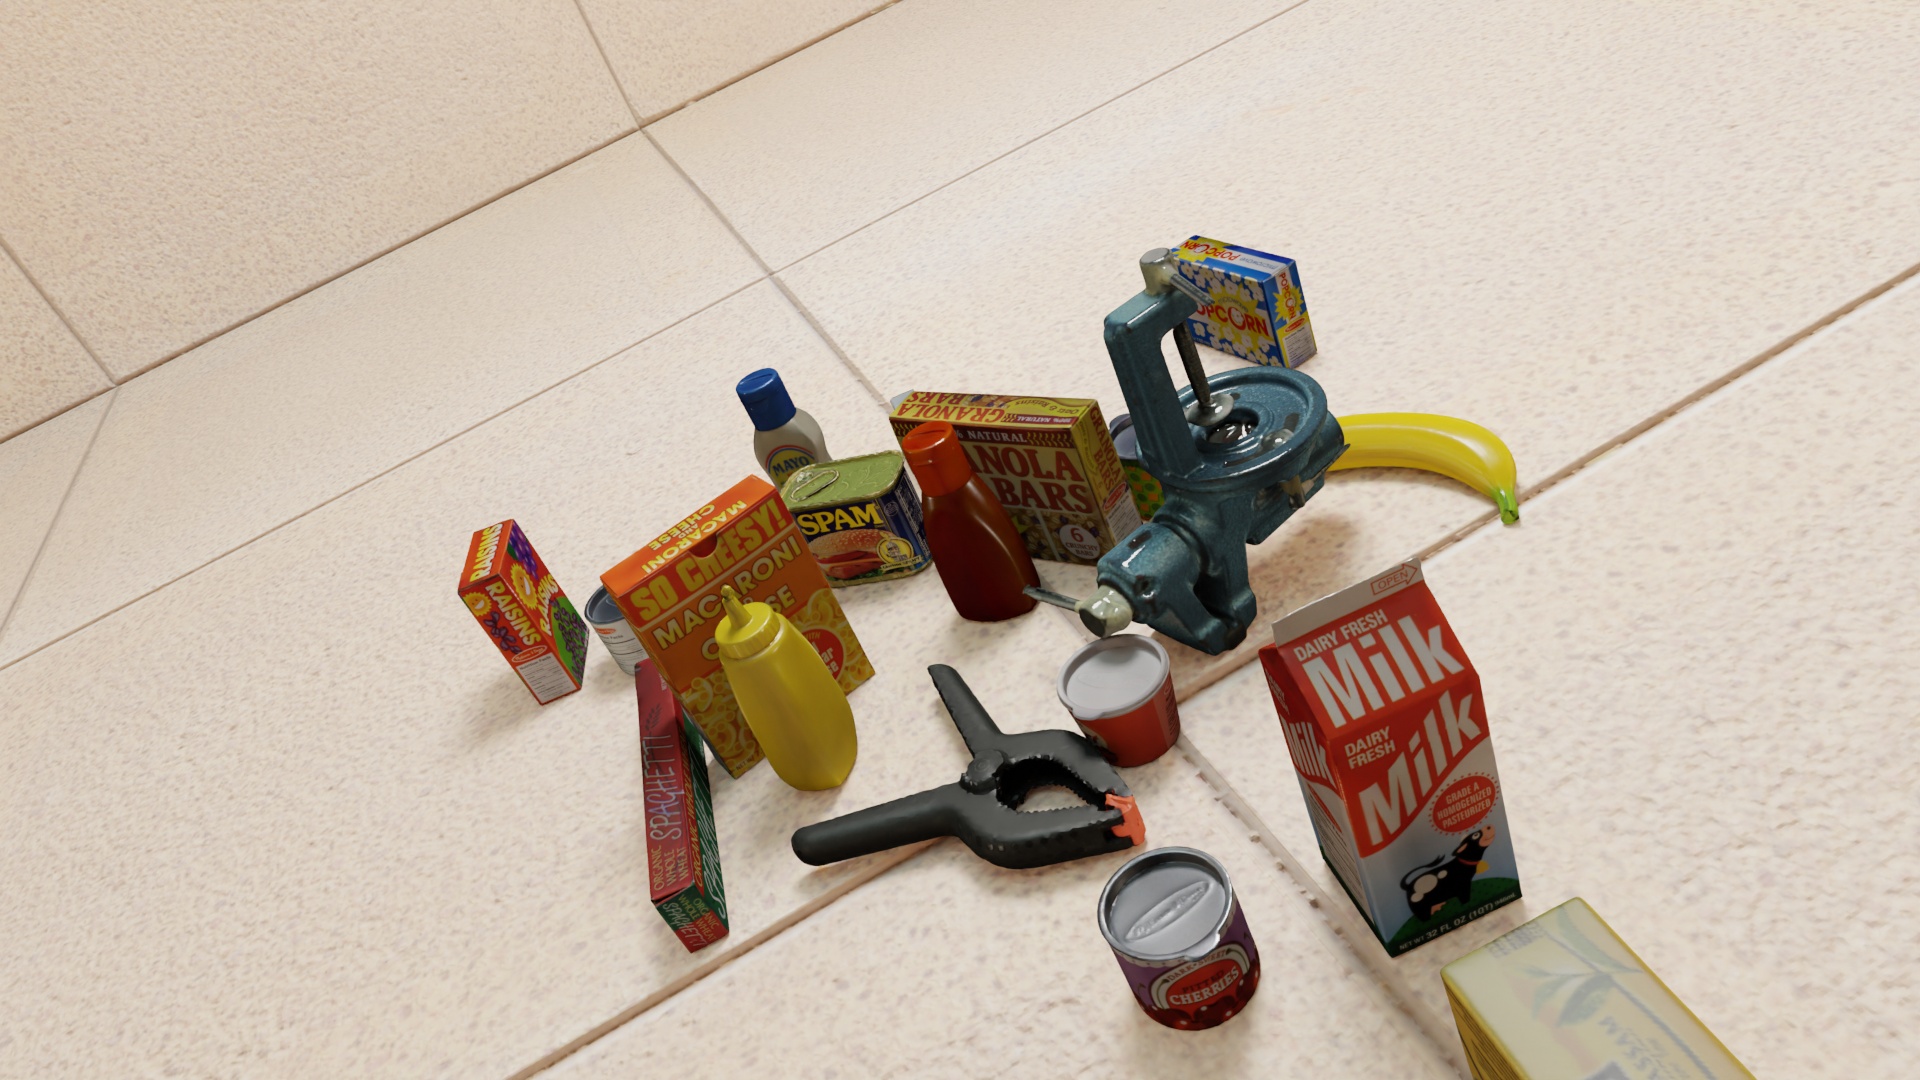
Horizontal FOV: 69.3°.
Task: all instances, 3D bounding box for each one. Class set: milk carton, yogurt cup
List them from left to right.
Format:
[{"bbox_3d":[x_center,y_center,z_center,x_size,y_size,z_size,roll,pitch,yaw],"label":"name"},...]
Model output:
[{"bbox_3d":[0.097,0.096,0.820,0.072,0.053,0.073,-17,33,12],"label":"yogurt cup"},{"bbox_3d":[0.194,0.093,0.633,0.072,0.189,0.074,-25,32,-1],"label":"milk carton"}]

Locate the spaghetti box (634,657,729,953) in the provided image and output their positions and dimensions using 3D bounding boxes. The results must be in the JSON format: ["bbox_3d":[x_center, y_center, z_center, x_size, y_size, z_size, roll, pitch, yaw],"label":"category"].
[{"bbox_3d":[-0.186,0.162,0.911,0.029,0.050,0.251,-25,32,-1],"label":"spaghetti box"}]

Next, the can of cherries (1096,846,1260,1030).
[{"bbox_3d":[0.107,0.193,0.669,0.071,0.058,0.072,-17,33,12],"label":"can of cherries"}]

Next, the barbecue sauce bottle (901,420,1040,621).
[{"bbox_3d":[0.003,-0.012,0.947,0.065,0.148,0.044,-8,36,25],"label":"barbecue sauce bottle"}]

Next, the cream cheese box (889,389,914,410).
[{"bbox_3d":[-0.027,-0.082,1.157,0.024,0.053,0.104,-27,32,-3],"label":"cream cheese box"}]

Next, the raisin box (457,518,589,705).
[{"bbox_3d":[-0.343,0.056,1.098,0.040,0.123,0.086,-22,32,5],"label":"raisin box"}]

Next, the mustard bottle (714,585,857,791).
[{"bbox_3d":[-0.115,0.087,0.871,0.049,0.159,0.066,-12,34,19],"label":"mustard bottle"}]

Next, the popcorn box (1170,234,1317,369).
[{"bbox_3d":[0.225,-0.193,1.123,0.038,0.085,0.127,-35,34,-15],"label":"popcorn box"}]

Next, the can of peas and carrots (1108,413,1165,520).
[{"bbox_3d":[0.142,-0.057,1.006,0.071,0.058,0.071,-17,33,12],"label":"can of peas and carrots"}]

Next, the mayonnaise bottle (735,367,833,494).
[{"bbox_3d":[-0.134,-0.068,1.117,0.065,0.147,0.041,-16,33,13],"label":"mayonnaise bottle"}]

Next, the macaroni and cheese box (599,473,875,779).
[{"bbox_3d":[-0.143,0.058,0.925,0.124,0.165,0.040,-37,34,-19],"label":"macaroni and cheese box"}]

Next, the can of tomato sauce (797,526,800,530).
[{"bbox_3d":[-0.133,0.037,1.026,0.071,0.082,0.071,-17,33,12],"label":"can of tomato sauce"}]

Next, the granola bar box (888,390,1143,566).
[{"bbox_3d":[0.039,-0.044,0.994,0.165,0.123,0.039,7,44,40],"label":"granola bar box"}]

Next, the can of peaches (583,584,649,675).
[{"bbox_3d":[-0.250,0.062,1.089,0.071,0.057,0.071,-17,33,12],"label":"can of peaches"}]
